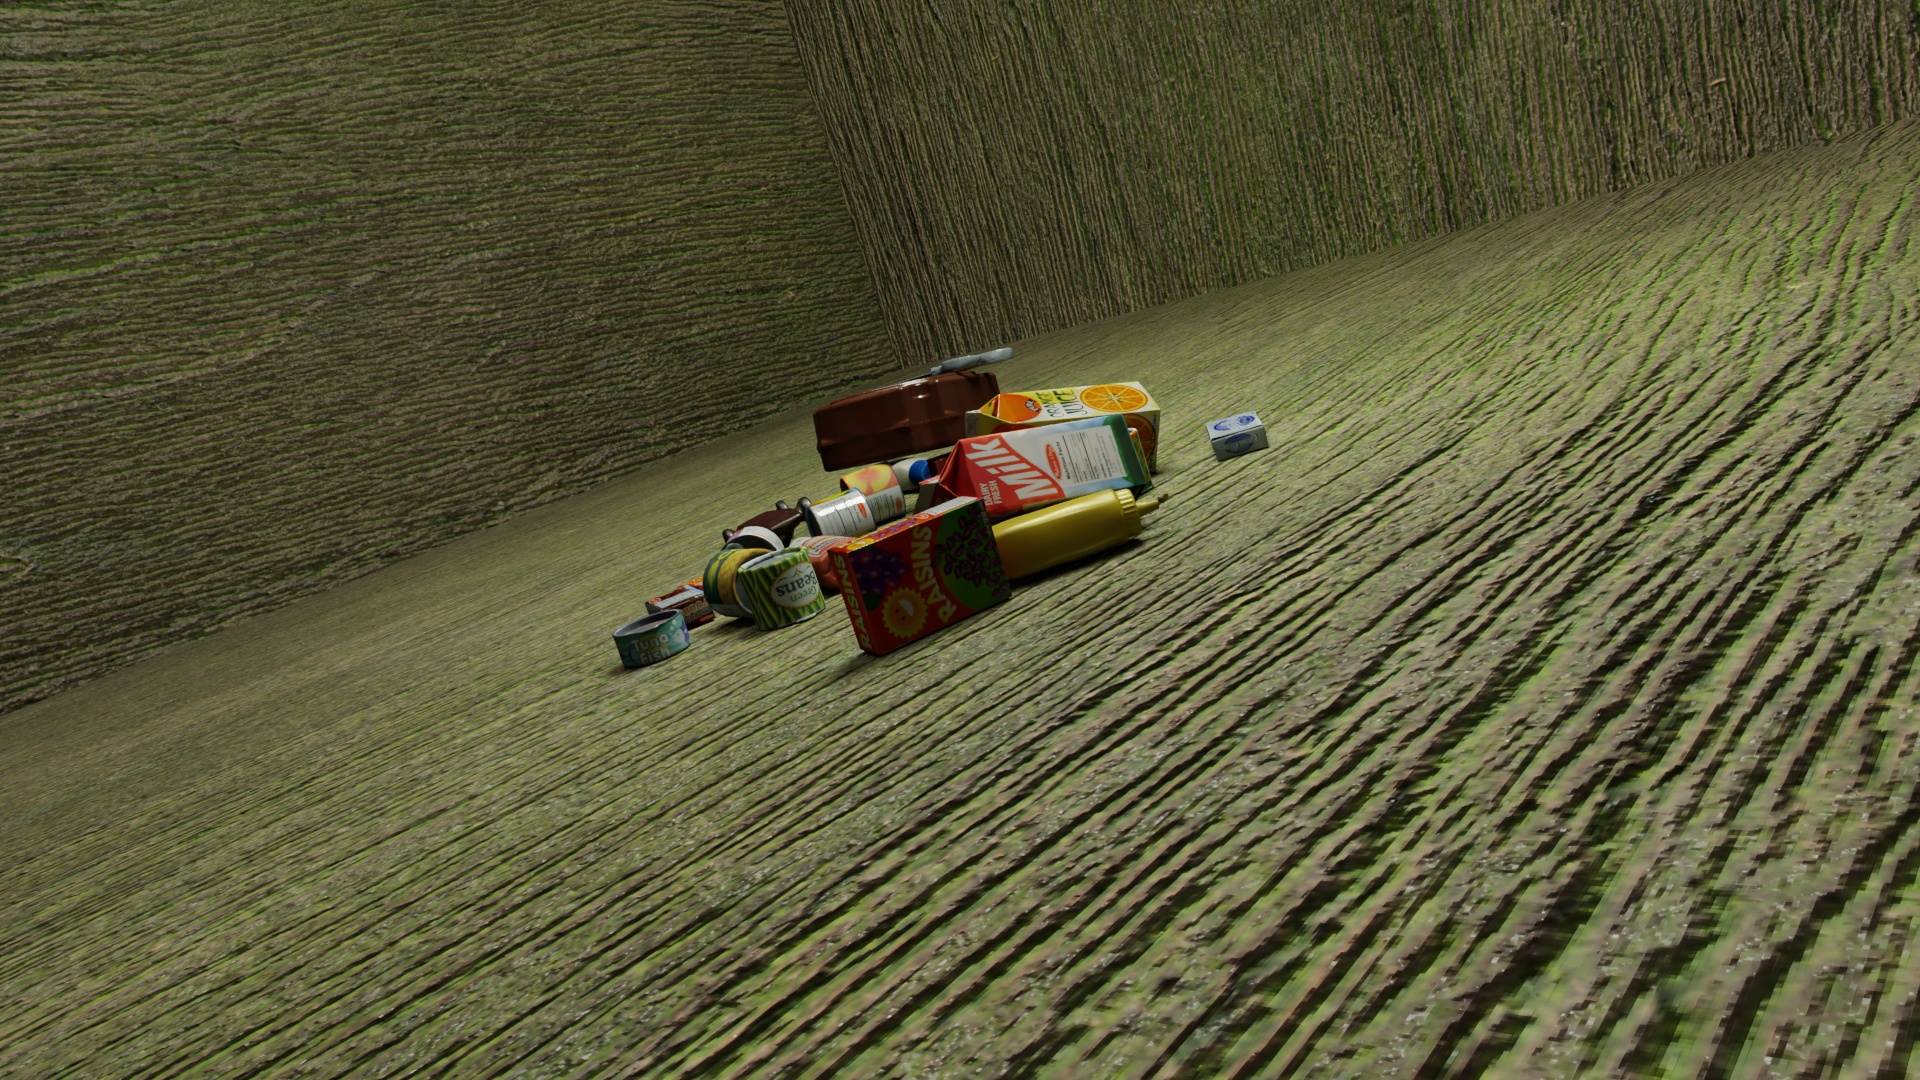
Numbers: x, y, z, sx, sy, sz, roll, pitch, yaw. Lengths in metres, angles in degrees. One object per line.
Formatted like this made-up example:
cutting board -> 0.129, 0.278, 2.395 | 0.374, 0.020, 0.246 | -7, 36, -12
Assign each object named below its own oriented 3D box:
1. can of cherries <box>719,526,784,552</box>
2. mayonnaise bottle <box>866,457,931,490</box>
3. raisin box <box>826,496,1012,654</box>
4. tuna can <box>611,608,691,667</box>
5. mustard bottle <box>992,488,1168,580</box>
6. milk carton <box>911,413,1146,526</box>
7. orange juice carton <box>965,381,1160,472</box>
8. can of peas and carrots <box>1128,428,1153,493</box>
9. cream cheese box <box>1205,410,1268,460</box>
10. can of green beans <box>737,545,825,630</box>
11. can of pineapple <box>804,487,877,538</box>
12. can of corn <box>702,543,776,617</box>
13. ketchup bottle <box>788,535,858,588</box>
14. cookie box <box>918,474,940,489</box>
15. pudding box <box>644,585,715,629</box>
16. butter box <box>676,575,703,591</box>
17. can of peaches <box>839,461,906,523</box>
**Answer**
can of cherries -> -0.215, 0.024, 1.423 | 0.071, 0.071, 0.058 | -18, 10, 0
mayonnaise bottle -> -0.068, -0.085, 1.794 | 0.065, 0.041, 0.148 | -19, 11, -27
raisin box -> -0.031, 0.025, 1.069 | 0.124, 0.086, 0.040 | -23, 13, -26
tuna can -> -0.284, 0.090, 1.280 | 0.071, 0.032, 0.071 | -17, 11, 3
mustard bottle -> 0.096, -0.009, 1.138 | 0.160, 0.048, 0.065 | -17, 6, -1
milk carton -> 0.053, -0.048, 1.195 | 0.191, 0.073, 0.072 | -10, -23, -14
orange juice carton -> 0.099, -0.106, 1.400 | 0.193, 0.071, 0.073 | -7, 31, -11
can of peas and carrots -> 0.145, -0.070, 1.339 | 0.071, 0.058, 0.071 | -17, 10, 3
cream cheese box -> 0.278, -0.107, 1.401 | 0.053, 0.024, 0.104 | -16, 11, 10
can of green beans -> -0.162, 0.043, 1.261 | 0.071, 0.057, 0.071 | -17, 11, 3
can of pineapple -> -0.127, -0.016, 1.478 | 0.058, 0.071, 0.071 | -21, 11, -18
can of corn -> -0.201, 0.038, 1.312 | 0.071, 0.071, 0.058 | -25, 14, -35
ketchup bottle -> -0.133, 0.019, 1.373 | 0.065, 0.043, 0.149 | -22, 11, -21
cookie box -> 0.044, -0.062, 1.509 | 0.123, 0.040, 0.167 | -22, 13, -21
pudding box -> -0.280, 0.069, 1.388 | 0.050, 0.030, 0.083 | -23, 12, -22
butter box -> -0.247, 0.041, 1.487 | 0.104, 0.024, 0.053 | -26, 13, -38
can of peaches -> -0.103, -0.053, 1.617 | 0.058, 0.071, 0.071 | -21, 11, -15
